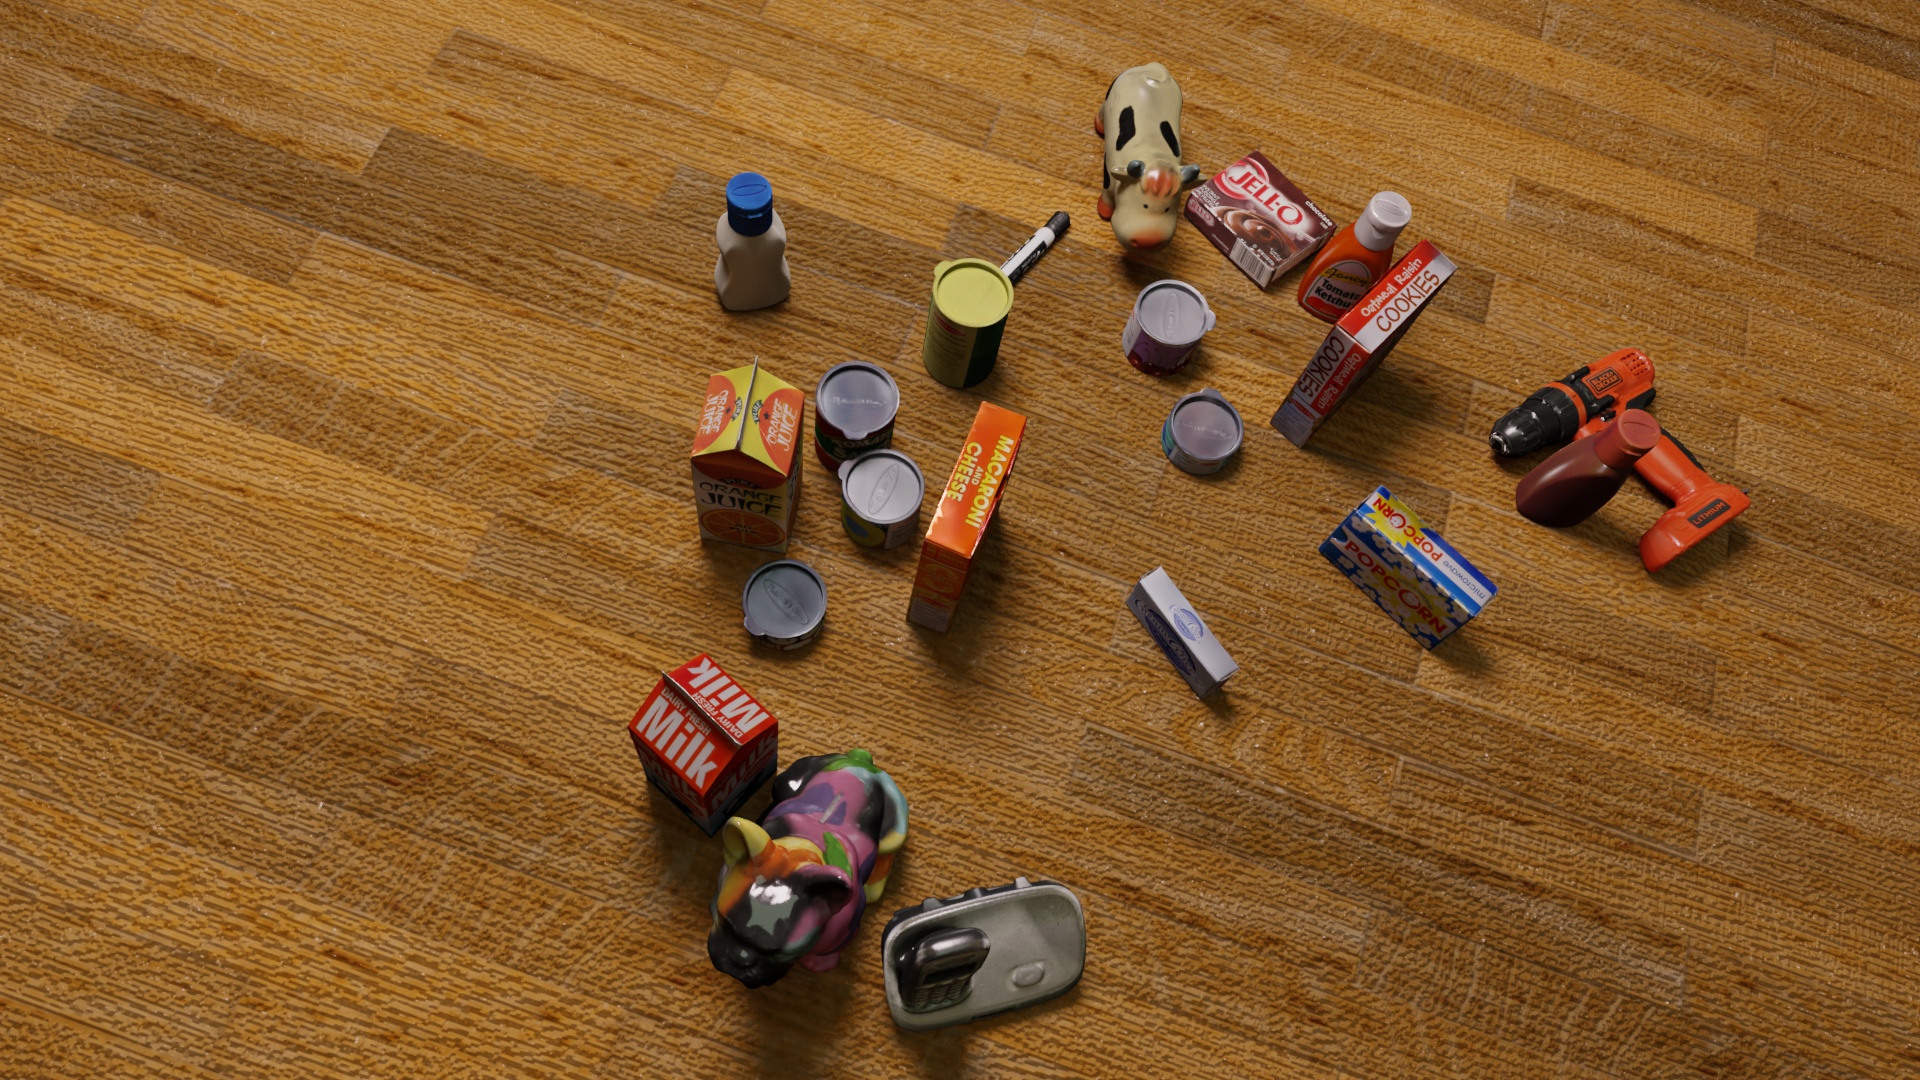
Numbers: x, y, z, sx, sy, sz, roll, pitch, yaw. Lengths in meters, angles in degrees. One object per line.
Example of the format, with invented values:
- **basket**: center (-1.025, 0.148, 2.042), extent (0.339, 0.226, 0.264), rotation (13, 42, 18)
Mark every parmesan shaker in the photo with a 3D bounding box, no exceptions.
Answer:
- **parmesan shaker**: center (0.003, -0.184, 1.175), extent (0.071, 0.102, 0.071), rotation (3, 67, -6)

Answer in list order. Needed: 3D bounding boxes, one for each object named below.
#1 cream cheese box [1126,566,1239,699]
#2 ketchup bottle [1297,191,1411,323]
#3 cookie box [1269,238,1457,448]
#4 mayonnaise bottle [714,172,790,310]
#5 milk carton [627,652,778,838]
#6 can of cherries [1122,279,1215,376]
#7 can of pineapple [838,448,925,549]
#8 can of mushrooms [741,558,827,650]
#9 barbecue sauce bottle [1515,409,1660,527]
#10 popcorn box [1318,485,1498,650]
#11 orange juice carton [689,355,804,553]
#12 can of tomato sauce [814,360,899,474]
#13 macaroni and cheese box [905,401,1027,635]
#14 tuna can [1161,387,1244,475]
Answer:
- **cream cheese box**: center (0.176, 0.075, 1.113), extent (0.024, 0.053, 0.104), rotation (-31, 74, -18)
- **ketchup bottle**: center (0.351, -0.249, 1.224), extent (0.065, 0.148, 0.044), rotation (24, 66, 3)
- **cookie box**: center (0.337, -0.164, 1.175), extent (0.040, 0.166, 0.123), rotation (43, 68, 11)
- **mayonnaise bottle**: center (-0.174, -0.247, 1.155), extent (0.065, 0.147, 0.041), rotation (-13, 70, -13)
- **milk carton**: center (-0.176, 0.140, 0.963), extent (0.072, 0.189, 0.074), rotation (40, 68, 10)
- **can of cherries**: center (0.183, -0.185, 1.224), extent (0.071, 0.058, 0.072), rotation (3, 67, -6)
- **can of pineapple**: center (-0.065, -0.034, 1.126), extent (0.071, 0.057, 0.071), rotation (3, 67, -6)
- **can of mushrooms**: center (-0.140, 0.052, 1.092), extent (0.071, 0.033, 0.071), rotation (3, 66, -6)
- **barbecue sauce bottle**: center (0.529, -0.060, 1.165), extent (0.065, 0.148, 0.044), rotation (13, 66, -2)
- **popcorn box**: center (0.366, 0.024, 1.142), extent (0.038, 0.085, 0.127), rotation (-41, 77, -21)
- **orange juice carton**: center (-0.159, -0.063, 1.052), extent (0.073, 0.192, 0.072), rotation (11, 66, -3)
- **can of tomato sauce**: center (-0.086, -0.096, 1.136), extent (0.071, 0.082, 0.071), rotation (3, 67, -6)
- **macaroni and cheese box**: center (0.004, -0.013, 1.067), extent (0.040, 0.165, 0.124), rotation (21, 66, 2)
- **tuna can**: center (0.209, -0.094, 1.202), extent (0.071, 0.032, 0.071), rotation (3, 66, -6)
